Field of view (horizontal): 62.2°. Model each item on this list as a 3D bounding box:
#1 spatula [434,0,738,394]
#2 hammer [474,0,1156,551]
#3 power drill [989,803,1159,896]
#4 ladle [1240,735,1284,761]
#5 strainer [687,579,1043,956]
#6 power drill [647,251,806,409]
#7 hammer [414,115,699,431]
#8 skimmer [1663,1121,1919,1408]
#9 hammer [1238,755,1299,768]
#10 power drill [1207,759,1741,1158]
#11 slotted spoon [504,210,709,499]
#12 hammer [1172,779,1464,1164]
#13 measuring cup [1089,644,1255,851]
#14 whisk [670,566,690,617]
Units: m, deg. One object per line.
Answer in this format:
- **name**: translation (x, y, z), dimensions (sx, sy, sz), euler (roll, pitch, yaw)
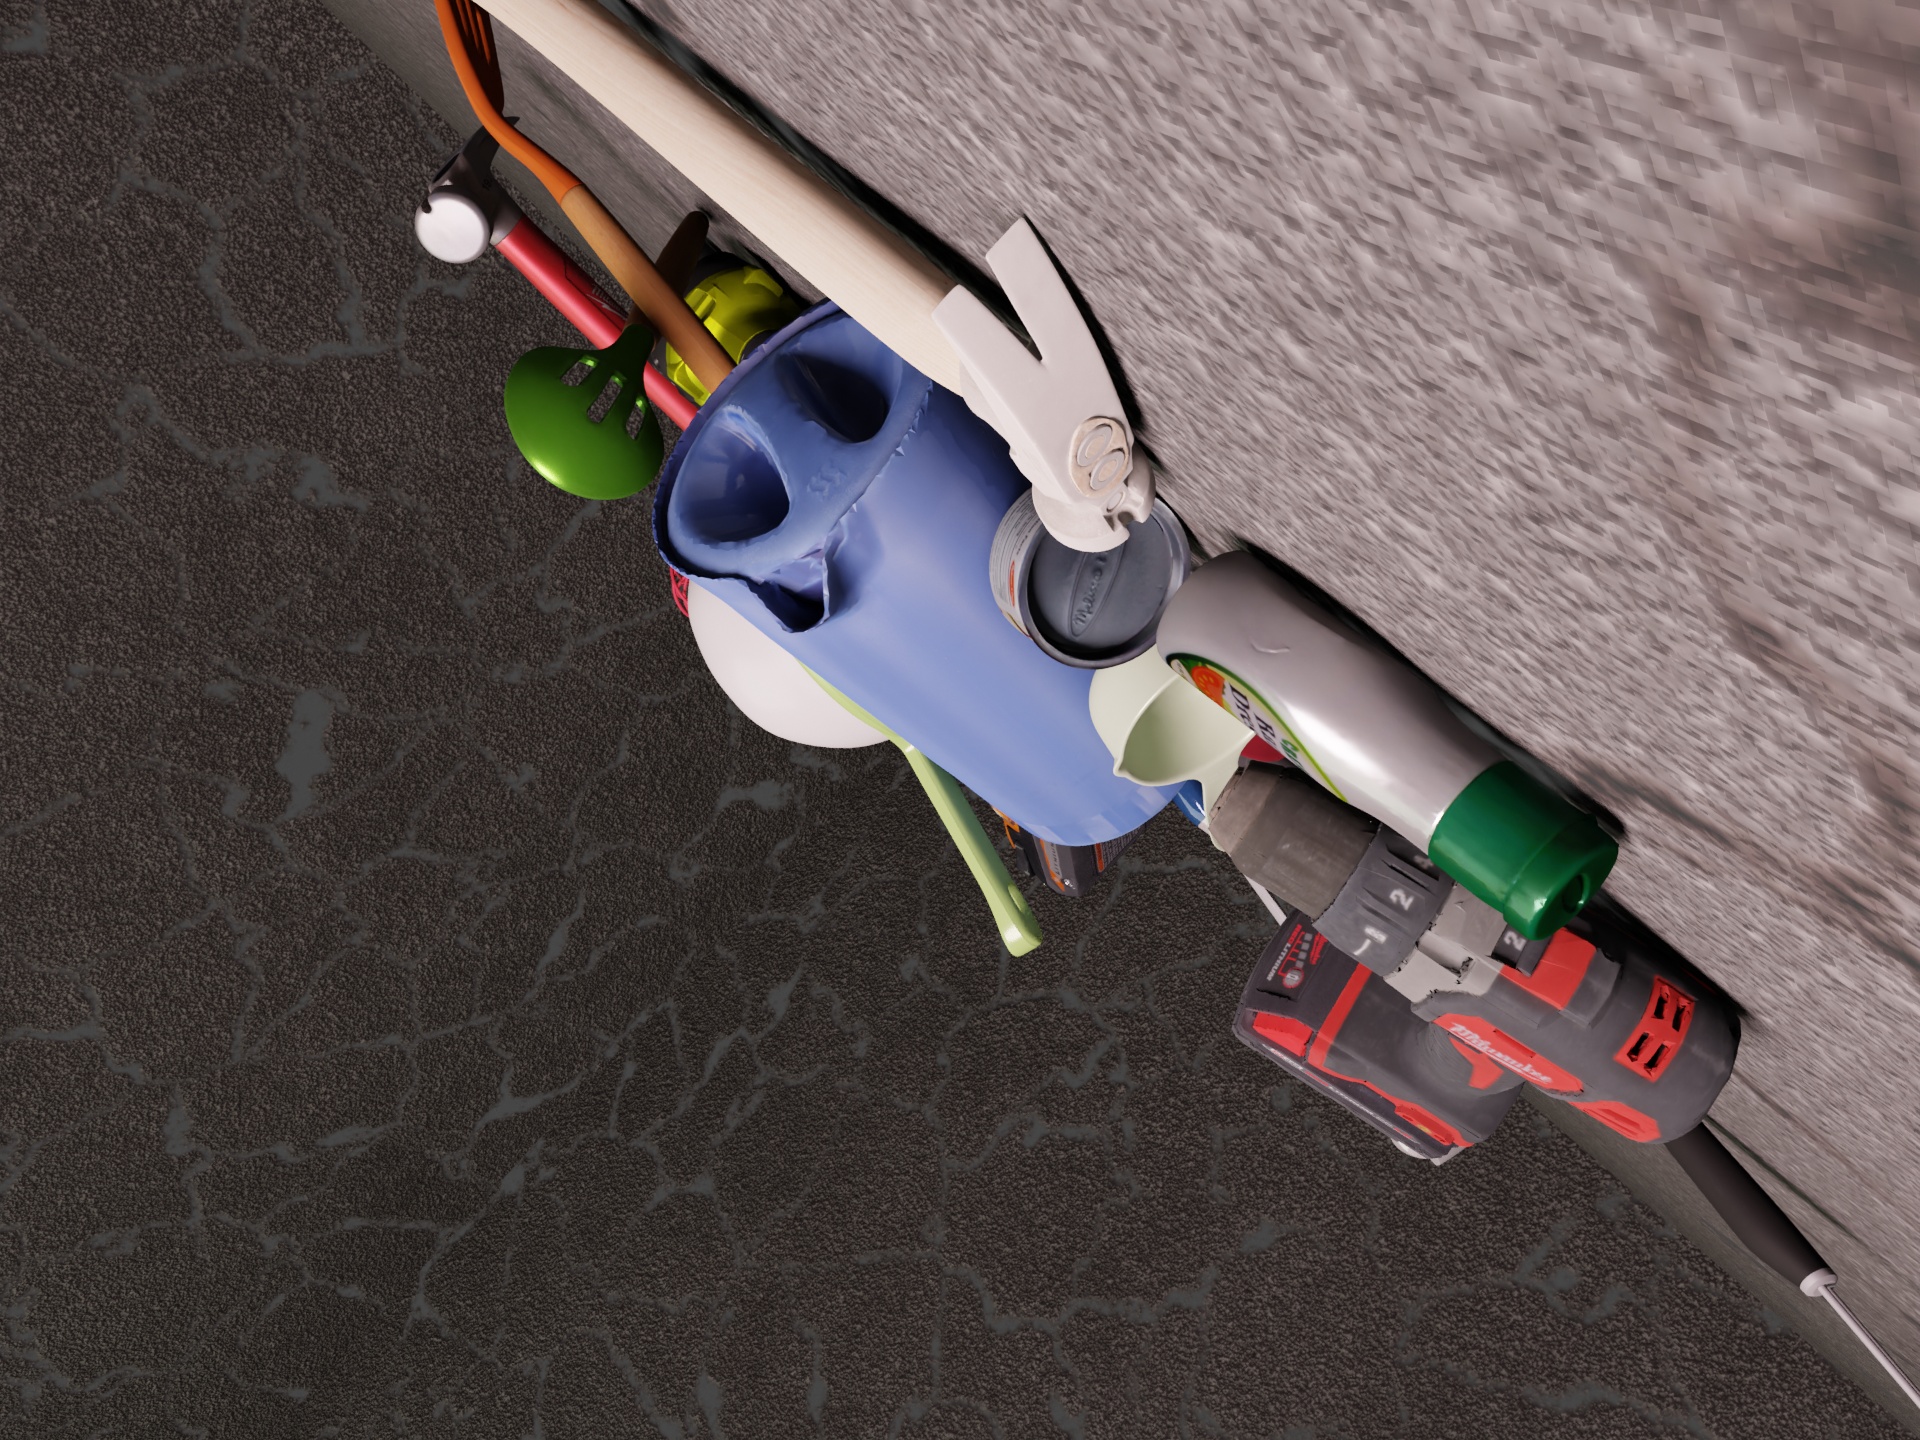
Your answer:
- **spatula**: translation (-0.149, -0.219, 0.701), dimensions (0.322, 0.041, 0.081), euler (51, -179, 6)
- **hammer**: translation (-0.102, -0.207, 0.516), dimensions (0.411, 0.038, 0.146), euler (43, 180, 23)
- **power drill**: translation (-0.001, -0.003, 0.870), dimensions (0.227, 0.084, 0.164), euler (34, 157, 29)
- **ladle**: translation (0.151, 0.011, 0.631), dimensions (0.069, 0.031, 0.315), euler (49, 178, -15)
- **strainer**: translation (-0.051, 0.005, 0.733), dimensions (0.256, 0.069, 0.151), euler (60, -162, 10)
- **power drill**: translation (-0.053, -0.149, 0.829), dimensions (0.190, 0.080, 0.229), euler (37, -177, -44)
- **hammer**: translation (-0.154, -0.190, 0.957), dimensions (0.386, 0.038, 0.143), euler (44, -155, -30)
- **skimmer**: translation (0.466, 0.294, 0.734), dimensions (0.127, 0.090, 0.364), euler (37, -166, -42)
- **hammer**: translation (0.180, 0.037, 0.828), dimensions (0.146, 0.035, 0.335), euler (42, -179, -22)
- **power drill**: translation (0.170, 0.096, 0.624), dimensions (0.188, 0.080, 0.226), euler (32, 166, 8)
- **slotted spoon**: translation (-0.147, -0.188, 0.740), dimensions (0.070, 0.031, 0.314), euler (38, -154, -21)
- **hammer**: translation (0.143, 0.060, 0.861), dimensions (0.406, 0.035, 0.144), euler (56, 179, 15)
- **measuring cup**: translation (0.096, 0.007, 0.653), dimensions (0.038, 0.083, 0.167), euler (57, 177, 32)
- **whisk**: translation (-0.089, -0.122, 1.088), dimensions (0.073, 0.073, 0.296), euler (43, -145, 18)
